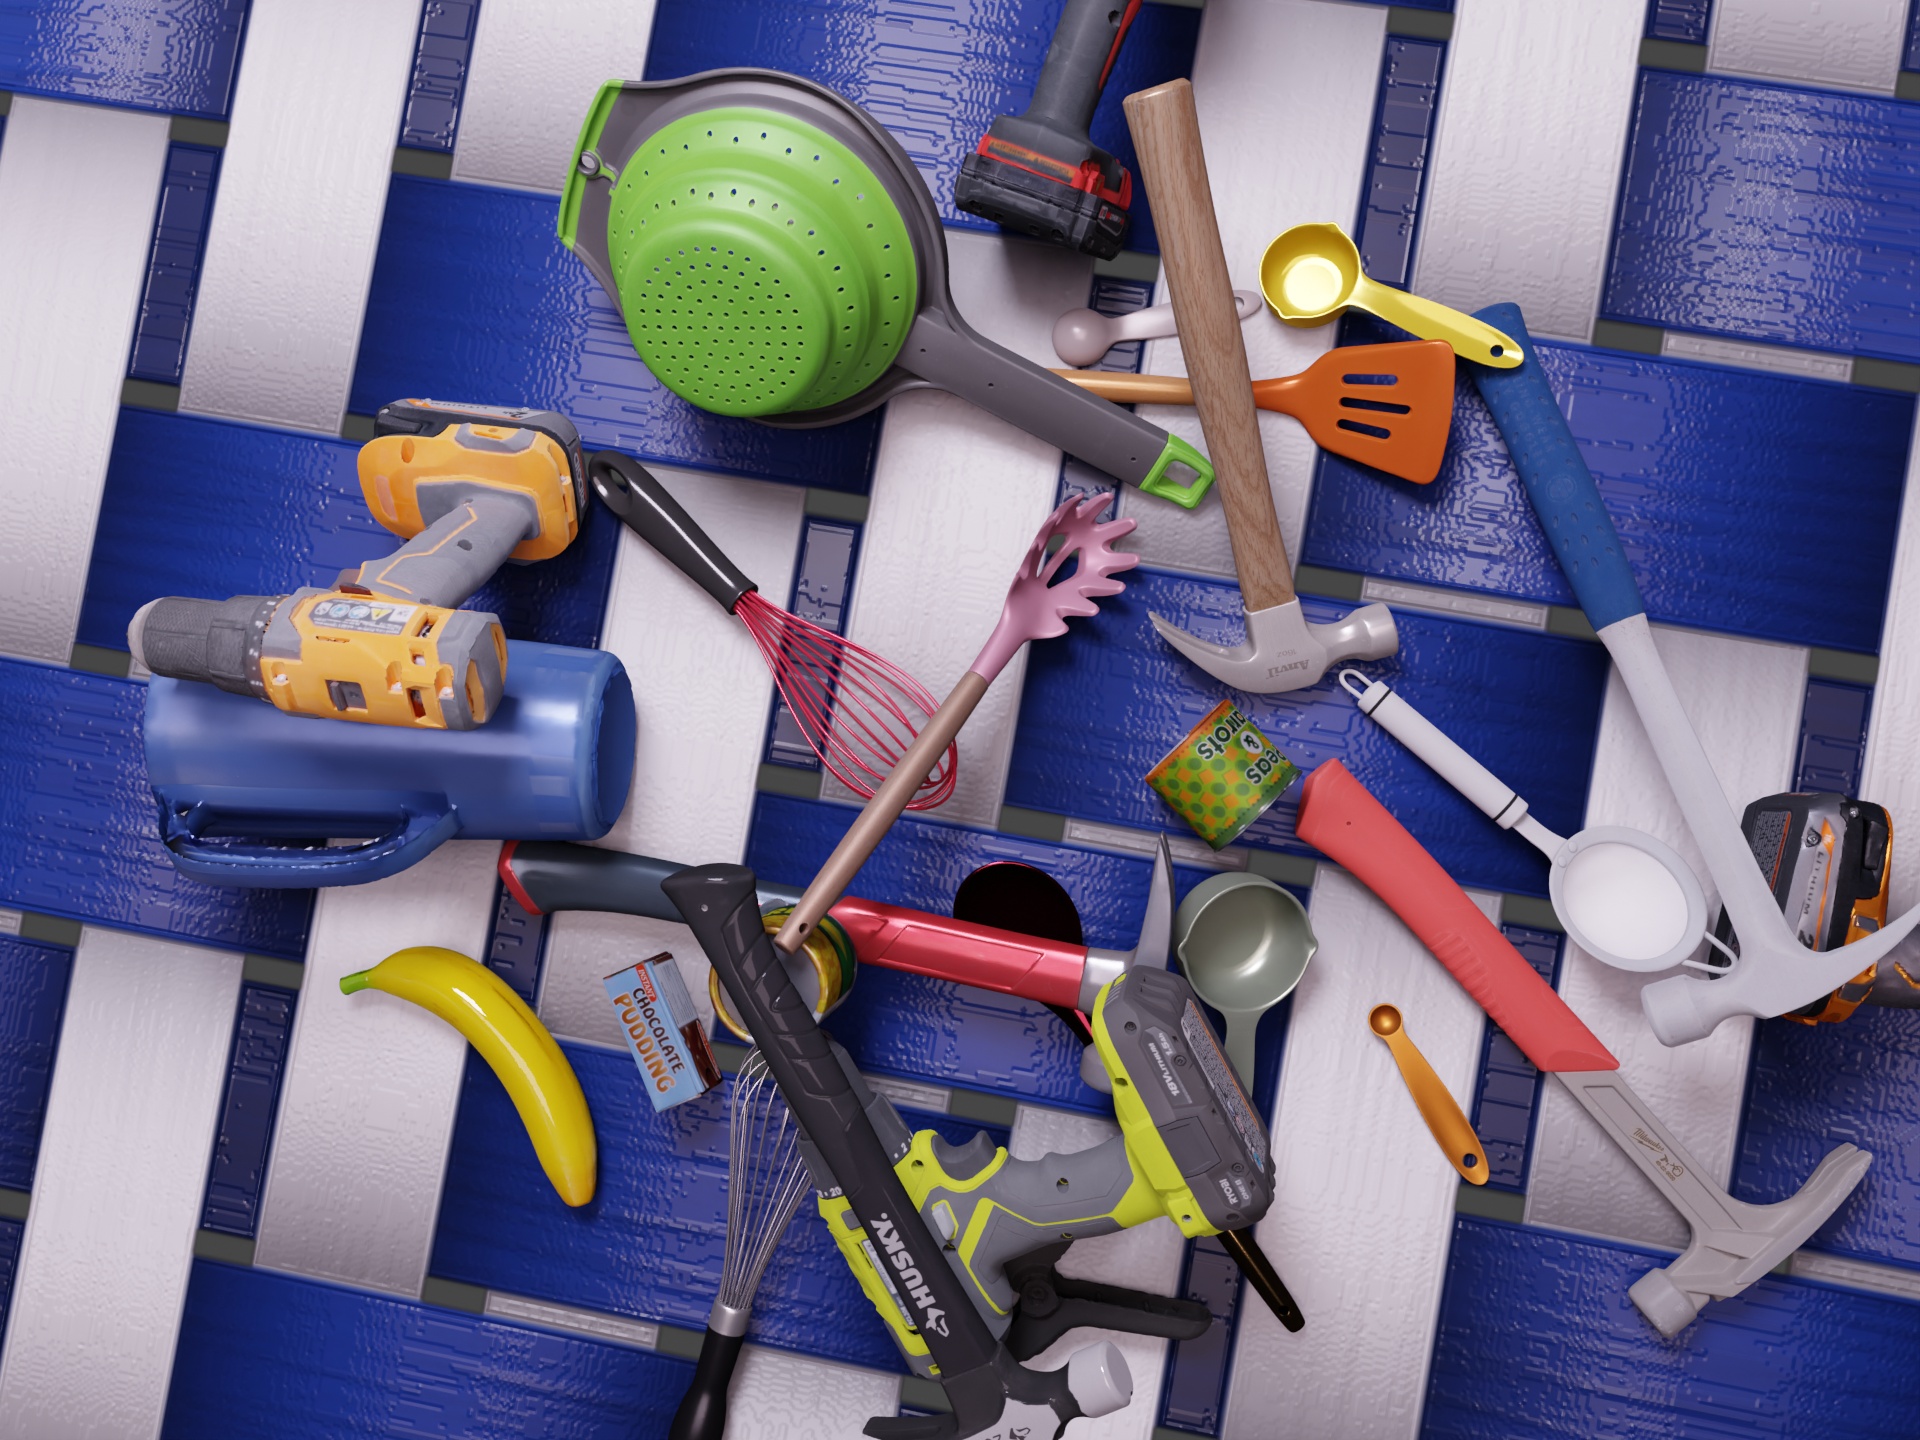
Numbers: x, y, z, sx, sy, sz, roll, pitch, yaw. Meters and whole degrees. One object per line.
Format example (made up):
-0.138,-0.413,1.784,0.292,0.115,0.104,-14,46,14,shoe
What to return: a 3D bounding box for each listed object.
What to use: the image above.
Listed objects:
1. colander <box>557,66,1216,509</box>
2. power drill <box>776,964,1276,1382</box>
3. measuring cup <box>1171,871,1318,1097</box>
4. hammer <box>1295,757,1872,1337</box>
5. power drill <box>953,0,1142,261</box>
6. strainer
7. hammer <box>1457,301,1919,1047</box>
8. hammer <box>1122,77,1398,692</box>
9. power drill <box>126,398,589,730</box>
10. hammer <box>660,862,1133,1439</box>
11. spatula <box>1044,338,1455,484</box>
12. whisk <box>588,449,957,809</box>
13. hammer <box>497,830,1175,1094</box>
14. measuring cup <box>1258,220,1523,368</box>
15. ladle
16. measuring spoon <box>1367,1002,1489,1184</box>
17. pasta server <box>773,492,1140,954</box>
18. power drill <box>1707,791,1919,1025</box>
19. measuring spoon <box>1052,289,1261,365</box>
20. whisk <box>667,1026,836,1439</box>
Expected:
-0.041,-0.196,0.862,0.397,0.095,0.204,26,131,-8,colander
0.028,0.219,0.827,0.228,0.080,0.190,-27,93,16,power drill
0.152,0.165,0.898,0.083,0.038,0.167,0,104,-13,measuring cup
0.325,0.158,0.882,0.149,0.036,0.359,-42,85,2,hammer
0.084,-0.377,0.876,0.080,0.188,0.226,22,108,10,power drill
0.313,0.056,0.887,0.258,0.050,0.087,42,66,11,strainer
0.361,-0.044,0.843,0.144,0.035,0.406,-26,72,26,hammer
0.140,-0.168,0.853,0.130,0.031,0.331,-16,110,2,hammer
-0.313,-0.085,0.856,0.185,0.226,0.084,6,132,5,power drill
-0.057,0.220,0.793,0.146,0.035,0.335,-29,92,18,hammer
0.113,-0.188,0.912,0.322,0.041,0.081,5,113,7,spatula
-0.111,-0.057,0.918,0.296,0.073,0.073,43,91,11,whisk
-0.075,0.099,0.894,0.386,0.038,0.143,11,98,10,hammer
0.242,-0.230,0.899,0.156,0.029,0.062,28,90,14,measuring cup
0.100,0.213,0.903,0.069,0.031,0.315,-36,87,12,ladle
0.265,0.211,0.900,0.021,0.011,0.117,-31,89,2,measuring spoon
-0.001,-0.003,0.862,0.060,0.040,0.316,45,65,-20,pasta server
0.537,0.105,0.848,0.226,0.084,0.164,15,88,1,power drill
0.114,-0.234,0.925,0.124,0.018,0.034,-11,86,3,measuring spoon
-0.121,0.307,0.903,0.070,0.070,0.284,16,94,5,whisk
